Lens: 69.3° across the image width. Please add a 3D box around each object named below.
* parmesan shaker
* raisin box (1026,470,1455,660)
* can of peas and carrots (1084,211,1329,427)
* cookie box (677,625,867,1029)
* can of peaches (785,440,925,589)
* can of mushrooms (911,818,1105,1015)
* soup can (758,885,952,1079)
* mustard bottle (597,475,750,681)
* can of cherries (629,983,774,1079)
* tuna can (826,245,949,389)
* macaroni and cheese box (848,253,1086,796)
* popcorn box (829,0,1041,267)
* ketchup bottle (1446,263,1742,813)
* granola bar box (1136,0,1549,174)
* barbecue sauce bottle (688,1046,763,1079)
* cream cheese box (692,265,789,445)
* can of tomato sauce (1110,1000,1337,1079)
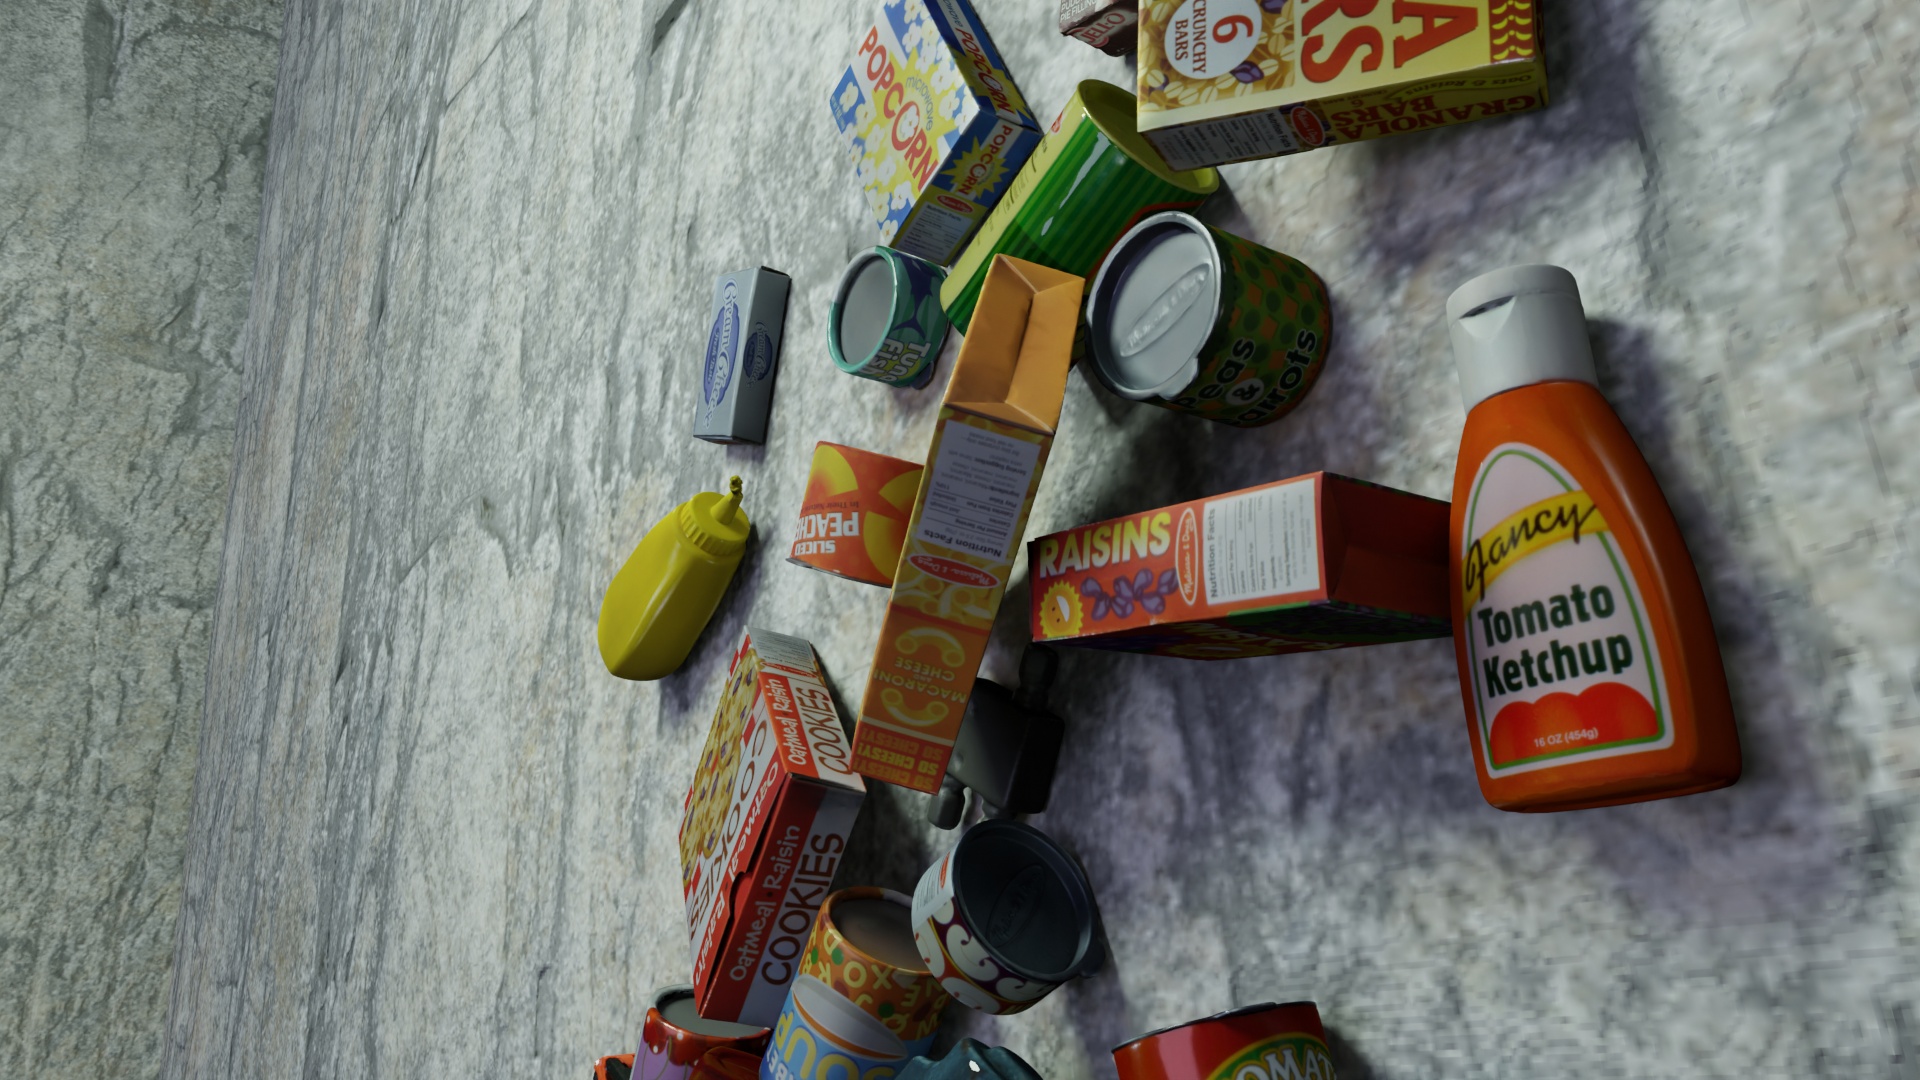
[{"bbox_3d":[0.047,-0.123,0.559,0.102,0.071,0.071,-52,44,34],"label":"parmesan shaker"},{"bbox_3d":[0.092,0.012,0.441,0.123,0.086,0.040,-14,72,51],"label":"raisin box"},{"bbox_3d":[0.088,-0.075,0.493,0.071,0.059,0.071,-16,69,51],"label":"can of peas and carrots"},{"bbox_3d":[-0.097,0.130,0.666,0.168,0.040,0.122,-128,56,-67],"label":"cookie box"},{"bbox_3d":[-0.043,-0.012,0.643,0.071,0.071,0.058,18,95,54],"label":"can of peaches"},{"bbox_3d":[0.018,0.144,0.527,0.033,0.071,0.071,-49,46,35],"label":"can of mushrooms"},{"bbox_3d":[-0.043,0.200,0.588,0.071,0.071,0.083,36,110,51],"label":"soup can"},{"bbox_3d":[-0.162,0.018,0.815,0.159,0.049,0.065,-49,46,34],"label":"mustard bottle"},{"bbox_3d":[-0.128,0.263,0.694,0.071,0.071,0.058,15,93,54],"label":"can of cherries"},{"bbox_3d":[-0.036,-0.109,0.692,0.071,0.033,0.071,-19,66,50],"label":"tuna can"},{"bbox_3d":[0.002,-0.007,0.525,0.124,0.040,0.165,-74,0,-55],"label":"macaroni and cheese box"},{"bbox_3d":[-0.017,-0.210,0.686,0.085,0.038,0.127,-50,45,34],"label":"popcorn box"},{"bbox_3d":[0.165,-0.003,0.384,0.064,0.043,0.149,-23,63,44],"label":"ketchup bottle"},{"bbox_3d":[0.123,-0.213,0.459,0.124,0.039,0.166,-3,77,26],"label":"granola bar box"},{"bbox_3d":[-0.119,0.317,0.643,0.043,0.065,0.148,48,-116,-88],"label":"barbecue sauce bottle"},{"bbox_3d":[-0.132,-0.109,0.827,0.053,0.024,0.104,5,85,53],"label":"cream cheese box"},{"bbox_3d":[0.088,0.188,0.418,0.071,0.071,0.083,-39,52,42],"label":"can of tomato sauce"}]
